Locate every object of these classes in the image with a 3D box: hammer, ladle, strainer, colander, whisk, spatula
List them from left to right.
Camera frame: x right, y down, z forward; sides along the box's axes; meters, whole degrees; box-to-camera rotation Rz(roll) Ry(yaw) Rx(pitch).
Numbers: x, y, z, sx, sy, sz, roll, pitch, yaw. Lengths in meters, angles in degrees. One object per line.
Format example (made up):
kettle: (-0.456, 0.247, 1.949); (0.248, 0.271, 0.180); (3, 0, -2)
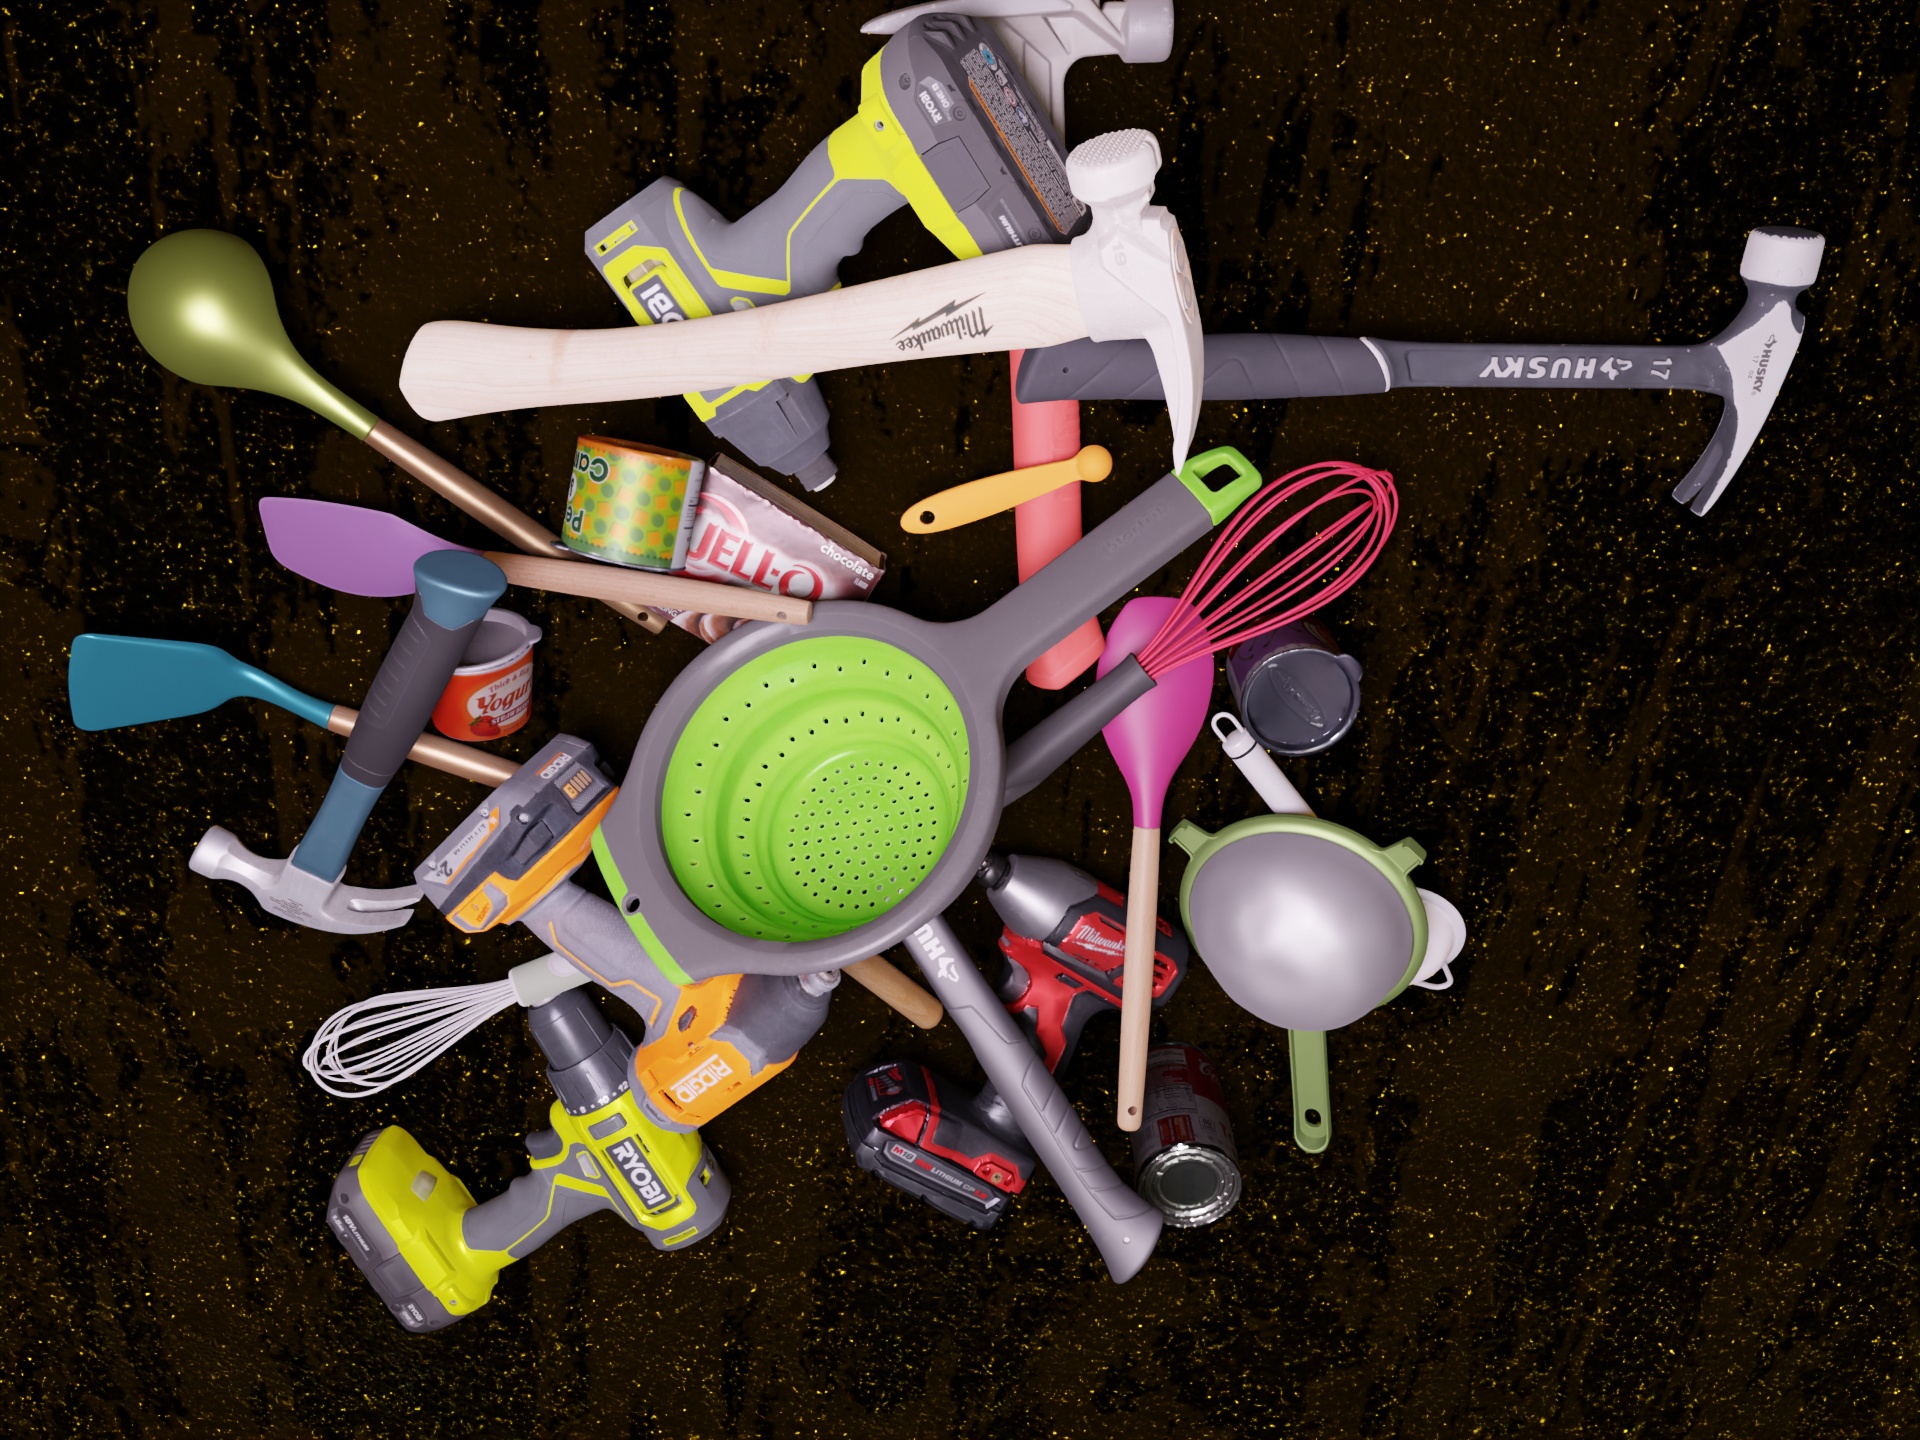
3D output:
spatula: (-0.344, 0.015, 0.925); (0.317, 0.044, 0.082); (19, 134, -11)
hammer: (-0.327, 0.020, 0.881); (0.128, 0.033, 0.331); (30, 131, -15)
ladle: (-0.291, -0.144, 0.855); (0.320, 0.062, 0.078); (35, 106, -24)
whisk: (-0.279, 0.166, 0.974); (0.246, 0.058, 0.059); (-21, 150, -9)
spatula: (-0.233, -0.079, 0.862); (0.316, 0.018, 0.059); (8, 129, 10)
hammer: (-0.090, -0.170, 0.752); (0.411, 0.038, 0.146); (-1, 129, 24)
whisk: (-0.100, 0.118, 0.979); (0.244, 0.051, 0.047); (41, 104, -21)
colander: (-0.001, -0.003, 0.849); (0.397, 0.205, 0.094); (-37, 152, -1)
hammer: (0.009, 0.176, 0.920); (0.146, 0.035, 0.335); (-33, 87, 2)
hammer: (0.034, -0.185, 0.833); (0.149, 0.037, 0.358); (-3, 116, 1)
whisk: (0.116, -0.041, 0.875); (0.296, 0.073, 0.073); (-39, 111, 11)
strainer: (0.204, 0.180, 0.971); (0.151, 0.069, 0.256); (4, 120, 24)
strainer: (0.229, 0.091, 0.971); (0.087, 0.050, 0.258); (-30, 110, 29)
hammer: (0.231, -0.178, 0.818); (0.409, 0.036, 0.149); (-1, 118, -6)

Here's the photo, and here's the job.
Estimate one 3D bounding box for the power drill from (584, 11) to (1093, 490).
power drill: (-0.053, -0.217, 0.770); (0.223, 0.080, 0.171); (-22, 115, 32)

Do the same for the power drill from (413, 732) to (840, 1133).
power drill: (-0.180, 0.119, 0.901); (0.226, 0.084, 0.164); (47, 123, -8)

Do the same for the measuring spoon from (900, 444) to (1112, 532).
measuring spoon: (0.024, -0.119, 0.838); (0.117, 0.011, 0.021); (-17, 114, 7)

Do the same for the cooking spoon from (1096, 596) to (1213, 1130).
cooking spoon: (0.108, 0.087, 0.930); (0.068, 0.017, 0.319); (2, 99, -6)

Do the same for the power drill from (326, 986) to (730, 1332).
power drill: (-0.289, 0.287, 1.042); (0.228, 0.080, 0.190); (-26, 105, 9)

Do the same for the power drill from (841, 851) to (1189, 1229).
power drill: (0.026, 0.188, 0.980); (0.143, 0.079, 0.219); (33, 98, -16)
